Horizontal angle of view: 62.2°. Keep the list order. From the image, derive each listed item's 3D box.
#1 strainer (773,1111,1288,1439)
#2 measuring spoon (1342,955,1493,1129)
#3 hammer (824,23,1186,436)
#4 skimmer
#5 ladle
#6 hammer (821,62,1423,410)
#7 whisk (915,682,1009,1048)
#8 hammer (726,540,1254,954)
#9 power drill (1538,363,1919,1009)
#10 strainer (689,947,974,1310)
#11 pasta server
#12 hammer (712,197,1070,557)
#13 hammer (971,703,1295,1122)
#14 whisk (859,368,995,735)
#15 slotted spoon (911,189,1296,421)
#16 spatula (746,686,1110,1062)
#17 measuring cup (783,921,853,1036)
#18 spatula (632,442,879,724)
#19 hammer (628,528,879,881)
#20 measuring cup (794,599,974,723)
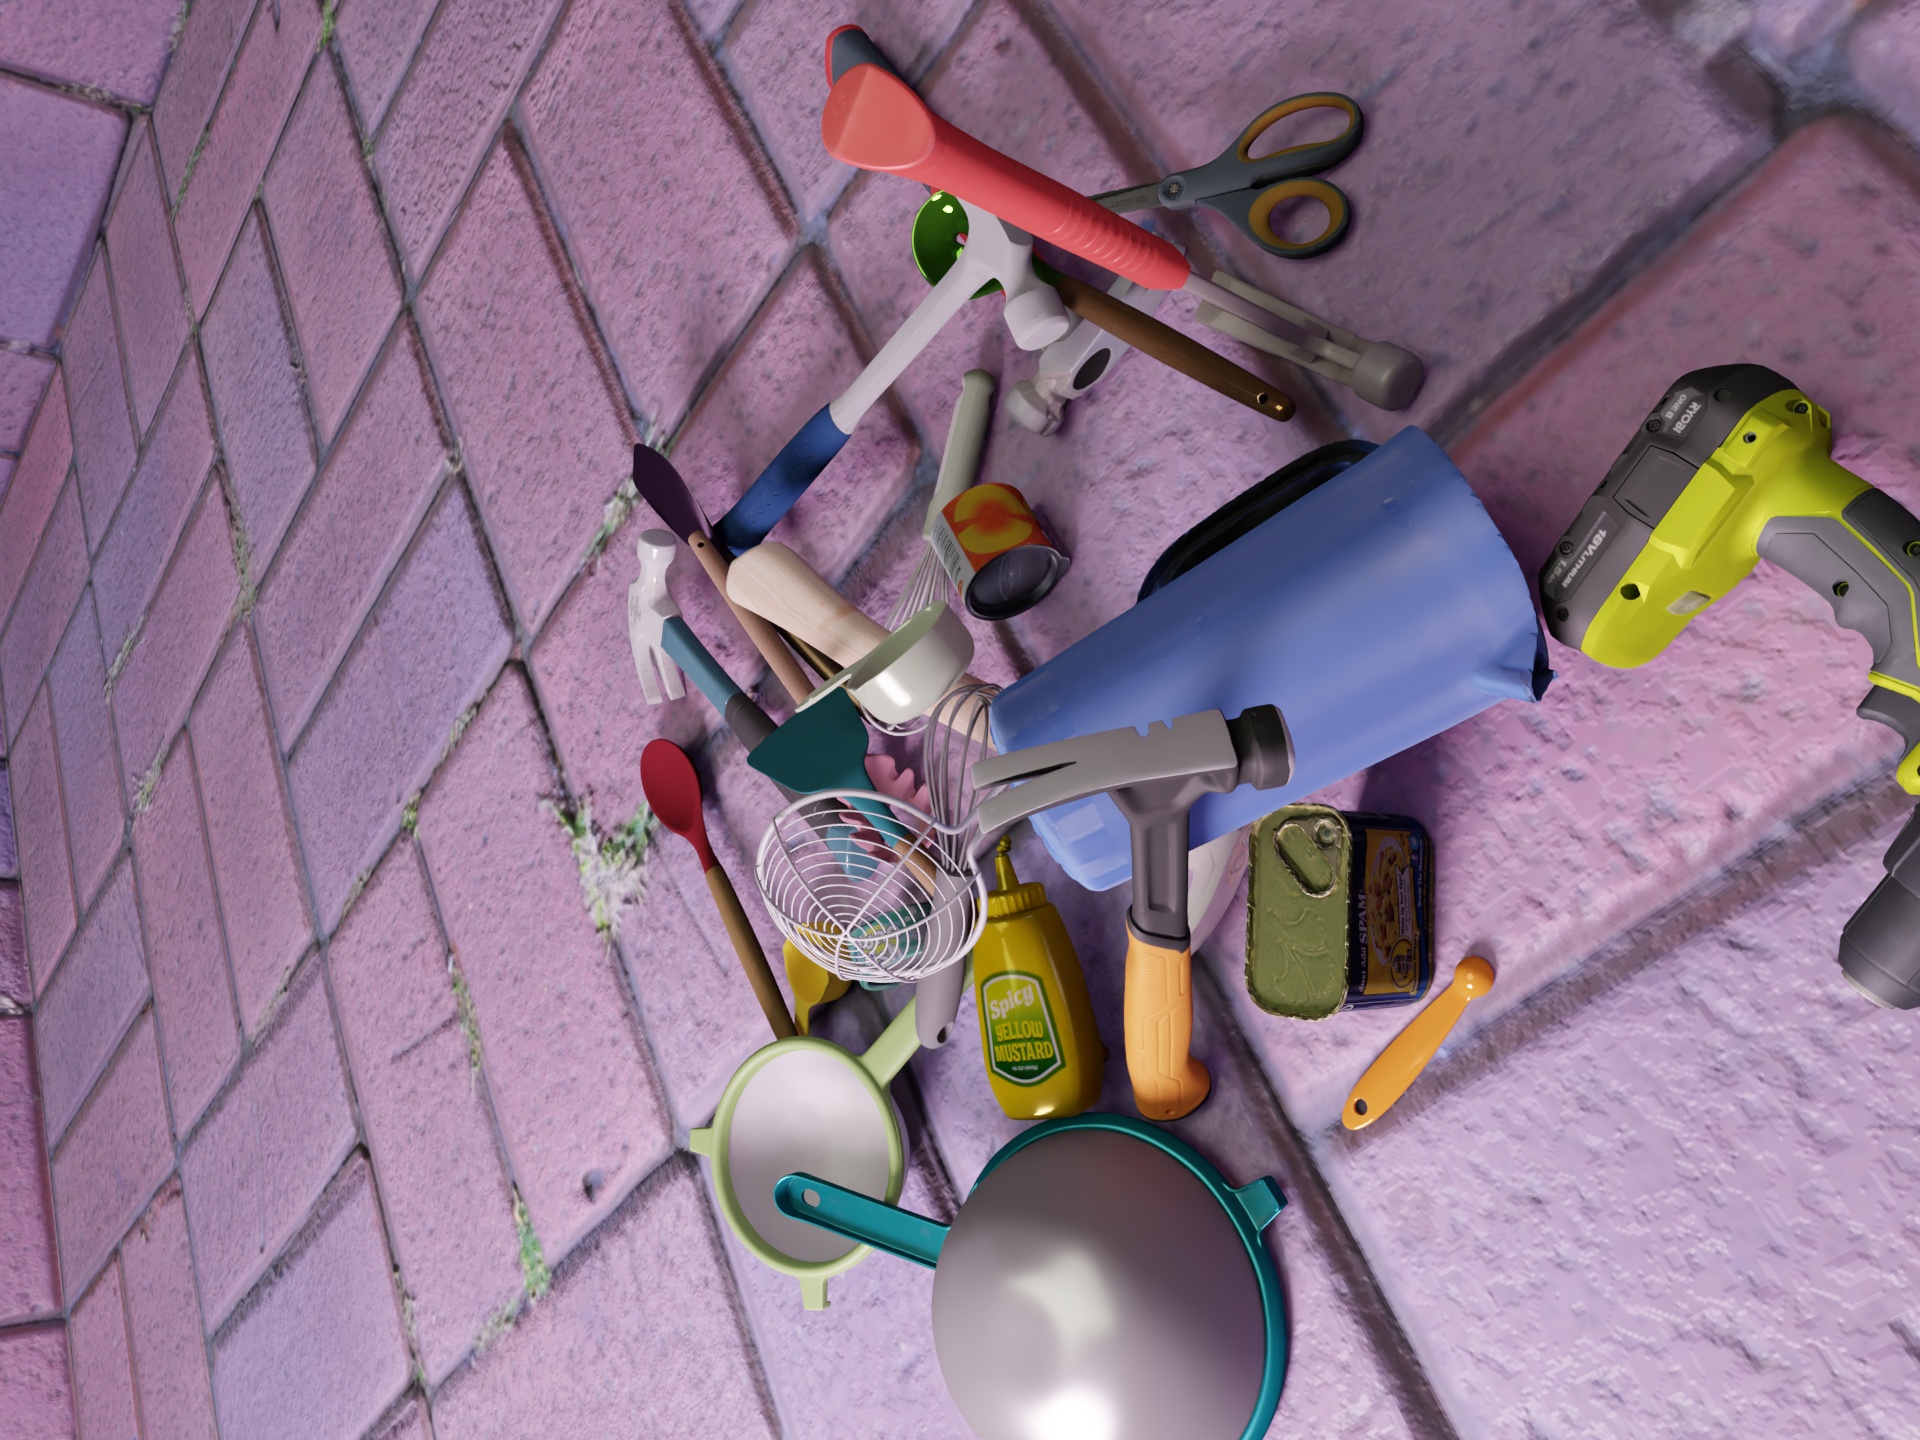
[{"bbox_3d":[0.007,0.314,0.885,0.340,0.095,0.211,8,90,34],"label":"strainer"},{"bbox_3d":[0.222,0.161,0.784,0.021,0.011,0.117,51,121,37],"label":"measuring spoon"},{"bbox_3d":[0.007,-0.364,1.053,0.143,0.038,0.387,-50,53,29],"label":"hammer"},{"bbox_3d":[0.047,0.001,0.858,0.363,0.127,0.090,-43,18,-6],"label":"skimmer"},{"bbox_3d":[-0.174,0.130,1.174,0.316,0.031,0.069,58,133,38],"label":"ladle"},{"bbox_3d":[0.072,-0.220,0.734,0.149,0.358,0.036,38,111,38],"label":"hammer"},{"bbox_3d":[-0.004,0.089,0.926,0.055,0.055,0.238,29,120,44],"label":"whisk"},{"bbox_3d":[-0.002,-0.003,0.969,0.411,0.038,0.146,29,107,33],"label":"hammer"},{"bbox_3d":[0.350,-0.019,0.628,0.229,0.080,0.190,47,117,36],"label":"power drill"},{"bbox_3d":[-0.055,0.242,1.032,0.152,0.069,0.256,45,105,27],"label":"strainer"},{"bbox_3d":[-0.110,-0.023,1.099,0.060,0.040,0.316,-34,65,-6],"label":"pasta server"},{"bbox_3d":[-0.076,-0.214,1.066,0.405,0.035,0.144,-36,75,50],"label":"hammer"},{"bbox_3d":[0.086,0.112,0.753,0.336,0.127,0.034,79,-179,-52],"label":"hammer"},{"bbox_3d":[-0.016,-0.110,1.043,0.058,0.059,0.246,-114,38,-88],"label":"whisk"},{"bbox_3d":[0.076,-0.239,0.922,0.314,0.031,0.070,40,113,38],"label":"slotted spoon"},{"bbox_3d":[-0.017,0.096,0.994,0.082,0.044,0.318,-39,67,-11],"label":"spatula"},{"bbox_3d":[-0.100,0.214,1.111,0.062,0.029,0.156,23,114,51],"label":"measuring cup"},{"bbox_3d":[-0.156,-0.103,1.165,0.316,0.018,0.059,46,143,26],"label":"spatula"},{"bbox_3d":[-0.158,-0.003,1.168,0.331,0.033,0.128,45,135,35],"label":"hammer"},{"bbox_3d":[-0.050,-0.020,0.955,0.038,0.083,0.167,47,146,-12],"label":"measuring cup"}]
